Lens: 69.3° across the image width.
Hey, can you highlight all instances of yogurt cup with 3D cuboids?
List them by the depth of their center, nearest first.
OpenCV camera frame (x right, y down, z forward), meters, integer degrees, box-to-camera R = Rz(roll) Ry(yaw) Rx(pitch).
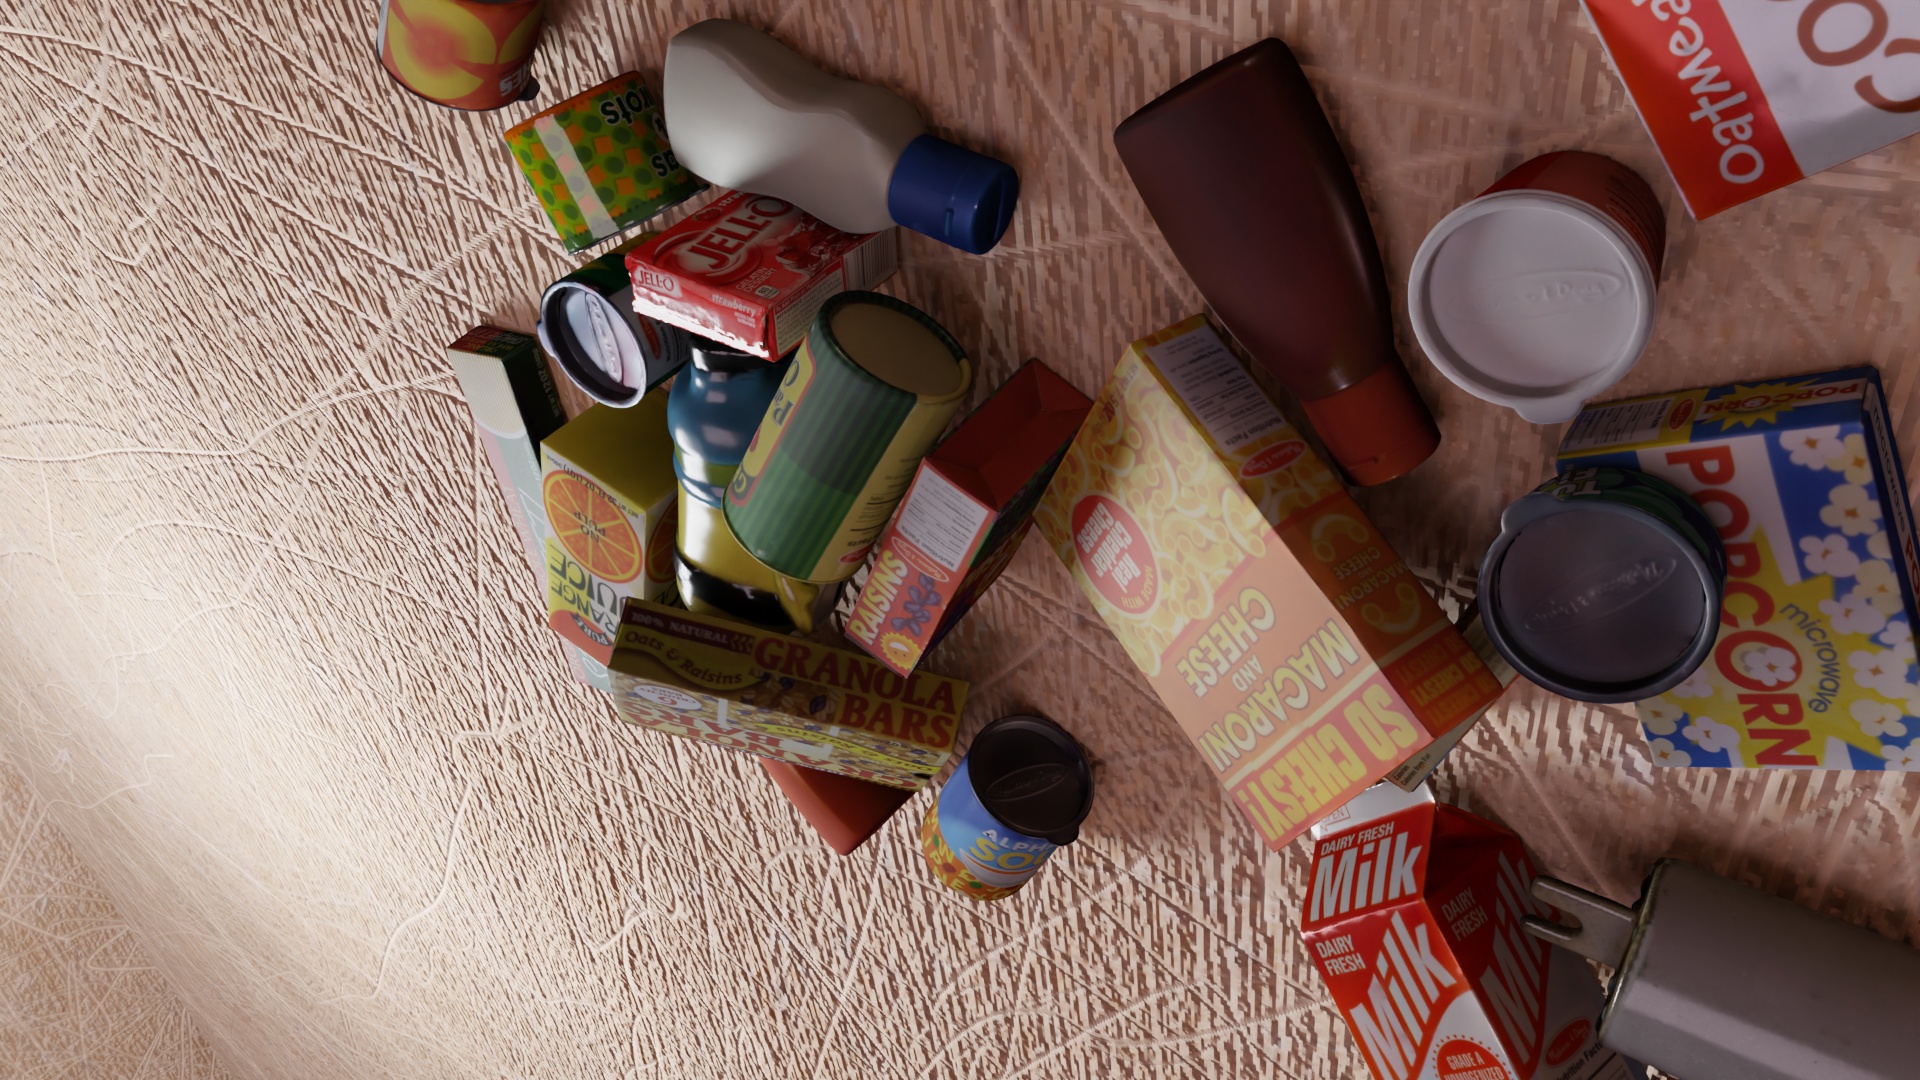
[{"bbox_3d":[0.175,-0.080,0.413,0.072,0.054,0.072,22,134,25],"label":"yogurt cup"}]

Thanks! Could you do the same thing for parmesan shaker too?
[{"bbox_3d":[-0.046,-0.042,0.560,0.071,0.071,0.102,39,125,7],"label":"parmesan shaker"}]

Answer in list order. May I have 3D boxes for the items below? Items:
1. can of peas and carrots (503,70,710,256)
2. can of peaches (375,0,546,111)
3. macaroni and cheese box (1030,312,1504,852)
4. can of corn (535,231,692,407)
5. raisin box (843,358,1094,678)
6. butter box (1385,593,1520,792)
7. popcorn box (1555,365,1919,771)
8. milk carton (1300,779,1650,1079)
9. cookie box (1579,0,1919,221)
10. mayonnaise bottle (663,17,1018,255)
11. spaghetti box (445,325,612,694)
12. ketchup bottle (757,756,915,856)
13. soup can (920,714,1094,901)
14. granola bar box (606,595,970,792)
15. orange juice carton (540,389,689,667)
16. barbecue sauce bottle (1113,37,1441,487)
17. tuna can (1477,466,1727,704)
[{"bbox_3d":[-0.154,-0.166,0.608,0.071,0.071,0.058,-8,117,43],"label":"can of peas and carrots"},{"bbox_3d":[-0.214,-0.231,0.605,0.071,0.071,0.057,42,139,4],"label":"can of peaches"},{"bbox_3d":[0.104,0.019,0.514,0.167,0.040,0.123,55,152,17],"label":"macaroni and cheese box"},{"bbox_3d":[-0.157,-0.106,0.663,0.071,0.058,0.070,22,134,25],"label":"can of corn"},{"bbox_3d":[0.002,-0.007,0.591,0.040,0.086,0.122,36,139,8],"label":"raisin box"},{"bbox_3d":[0.187,0.044,0.506,0.024,0.053,0.103,35,138,14],"label":"butter box"},{"bbox_3d":[0.251,0.013,0.438,0.085,0.038,0.126,-8,117,42],"label":"popcorn box"},{"bbox_3d":[0.209,0.190,0.568,0.072,0.074,0.191,-39,73,50],"label":"milk carton"},{"bbox_3d":[0.226,-0.164,0.314,0.167,0.040,0.122,-21,108,46],"label":"cookie box"},{"bbox_3d":[-0.049,-0.155,0.549,0.148,0.041,0.064,26,137,19],"label":"mayonnaise bottle"},{"bbox_3d":[-0.242,-0.009,0.836,0.050,0.029,0.248,14,130,32],"label":"spaghetti box"},{"bbox_3d":[-0.092,0.103,0.780,0.149,0.065,0.043,46,134,7],"label":"ketchup bottle"},{"bbox_3d":[0.023,0.140,0.708,0.071,0.072,0.083,38,139,9],"label":"soup can"},{"bbox_3d":[-0.088,0.082,0.694,0.166,0.039,0.123,14,159,-5],"label":"granola bar box"},{"bbox_3d":[-0.178,0.012,0.767,0.072,0.073,0.191,32,138,15],"label":"orange juice carton"},{"bbox_3d":[0.113,-0.088,0.467,0.064,0.044,0.148,-17,112,47],"label":"barbecue sauce bottle"},{"bbox_3d":[0.192,0.011,0.420,0.071,0.033,0.070,14,118,27],"label":"tuna can"}]
